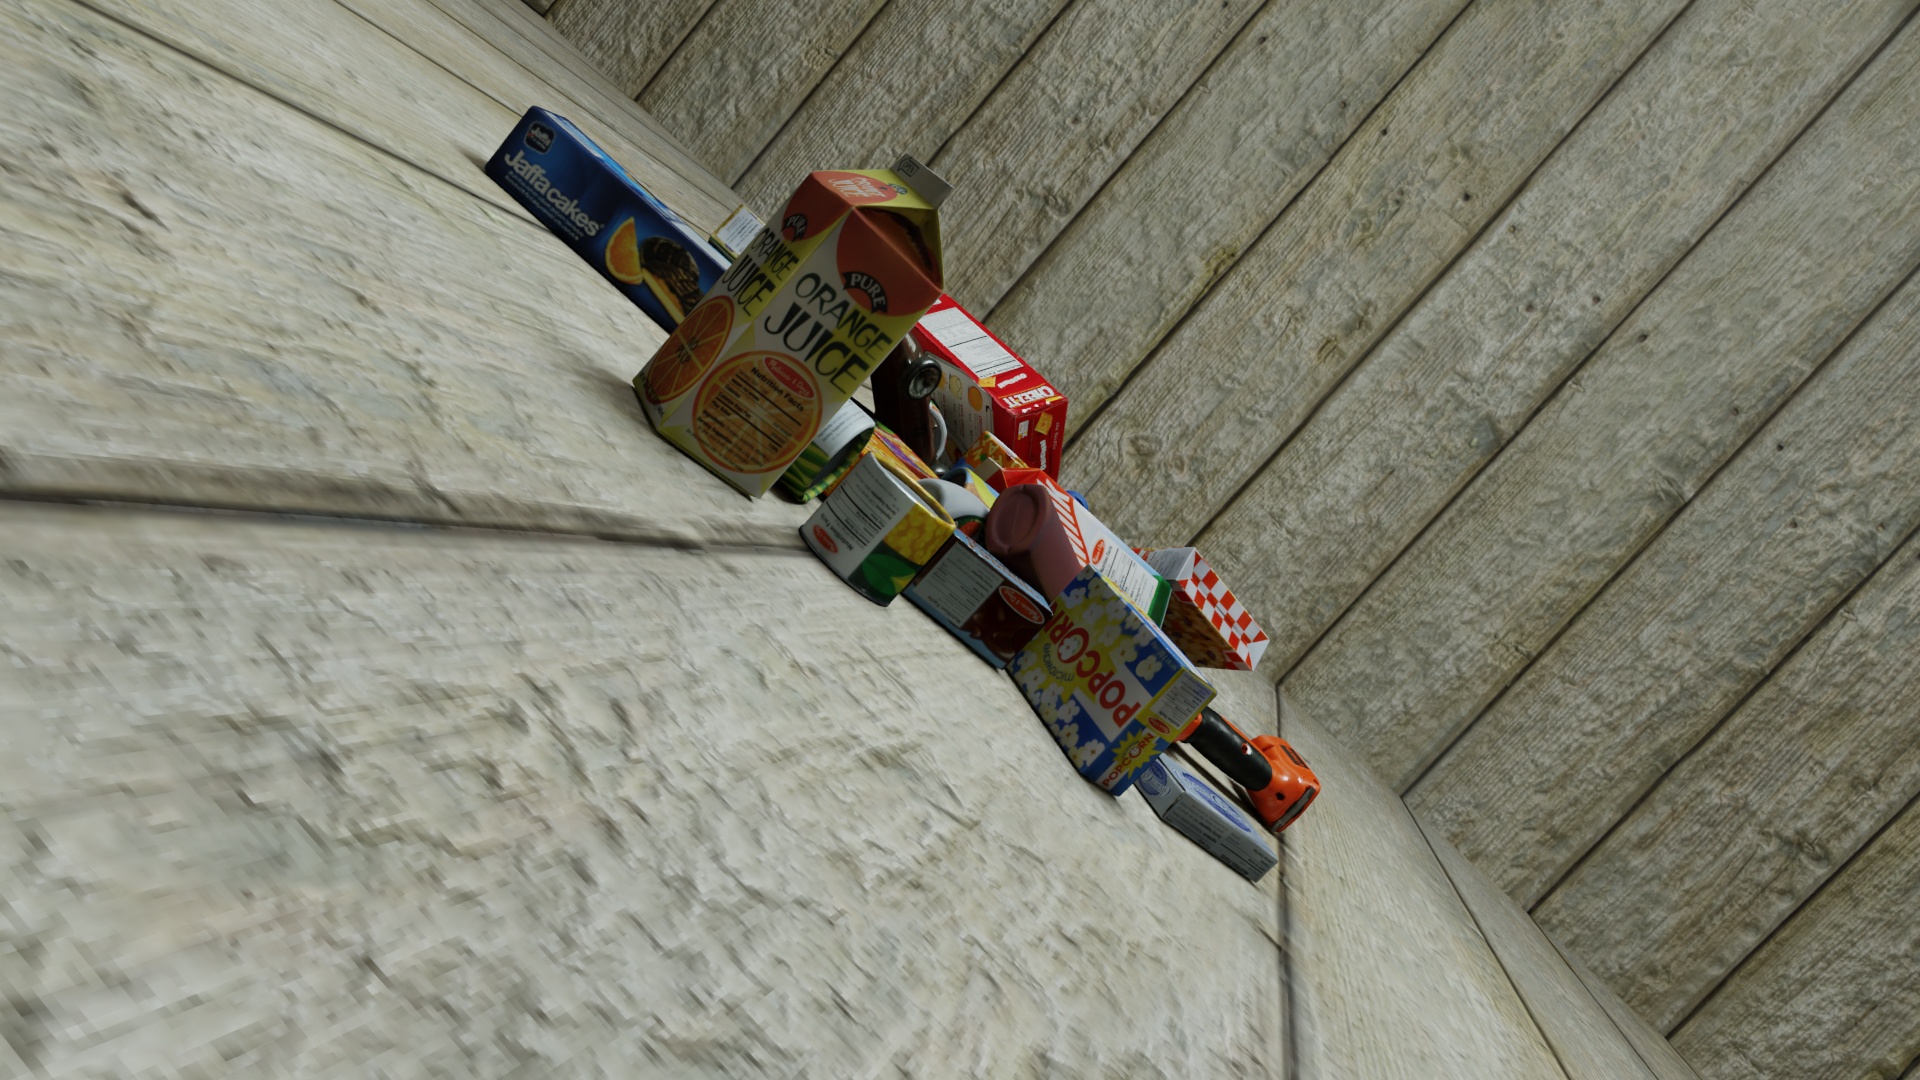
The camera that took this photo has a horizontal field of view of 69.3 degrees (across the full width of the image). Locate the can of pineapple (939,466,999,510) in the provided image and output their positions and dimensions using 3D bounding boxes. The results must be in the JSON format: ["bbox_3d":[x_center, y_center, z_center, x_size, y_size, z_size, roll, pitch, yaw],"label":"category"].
[{"bbox_3d":[0.004,-0.013,1.026,0.058,0.071,0.071,39,7,-22],"label":"can of pineapple"}]

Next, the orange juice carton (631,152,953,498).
[{"bbox_3d":[-0.080,-0.124,0.736,0.073,0.192,0.072,38,7,-35],"label":"orange juice carton"}]

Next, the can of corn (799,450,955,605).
[{"bbox_3d":[-0.044,-0.007,0.769,0.071,0.058,0.071,41,7,-6],"label":"can of corn"}]

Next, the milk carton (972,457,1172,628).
[{"bbox_3d":[0.072,0.014,1.109,0.190,0.072,0.074,41,37,-10],"label":"milk carton"}]

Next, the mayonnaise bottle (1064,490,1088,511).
[{"bbox_3d":[0.075,-0.004,1.230,0.065,0.041,0.149,50,32,-3],"label":"mayonnaise bottle"}]

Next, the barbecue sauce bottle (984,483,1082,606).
[{"bbox_3d":[0.059,0.032,0.918,0.148,0.043,0.065,62,33,-45],"label":"barbecue sauce bottle"}]

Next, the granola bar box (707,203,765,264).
[{"bbox_3d":[-0.151,-0.186,1.106,0.124,0.039,0.165,42,-16,-8],"label":"granola bar box"}]

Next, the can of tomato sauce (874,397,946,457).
[{"bbox_3d":[-0.047,-0.103,1.299,0.071,0.071,0.083,40,8,-13],"label":"can of tomato sauce"}]

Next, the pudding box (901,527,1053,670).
[{"bbox_3d":[0.009,0.034,0.840,0.083,0.049,0.030,39,9,-17],"label":"pudding box"}]

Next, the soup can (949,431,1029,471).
[{"bbox_3d":[0.019,-0.043,1.218,0.071,0.083,0.071,42,7,-6],"label":"soup can"}]

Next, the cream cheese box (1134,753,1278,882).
[{"bbox_3d":[0.154,0.174,0.881,0.103,0.024,0.053,38,8,-30],"label":"cream cheese box"}]

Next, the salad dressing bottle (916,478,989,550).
[{"bbox_3d":[0.008,0.015,0.923,0.147,0.064,0.044,45,3,-46],"label":"salad dressing bottle"}]

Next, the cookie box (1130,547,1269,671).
[{"bbox_3d":[0.171,0.059,1.227,0.122,0.040,0.167,47,-27,-27],"label":"cookie box"}]

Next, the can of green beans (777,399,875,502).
[{"bbox_3d":[-0.093,-0.065,0.823,0.058,0.071,0.071,43,7,4],"label":"can of green beans"}]

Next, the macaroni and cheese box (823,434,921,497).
[{"bbox_3d":[-0.096,-0.073,0.961,0.167,0.040,0.123,45,7,26],"label":"macaroni and cheese box"}]

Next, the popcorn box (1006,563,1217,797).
[{"bbox_3d":[0.085,0.081,0.827,0.038,0.085,0.127,37,9,-33],"label":"popcorn box"}]

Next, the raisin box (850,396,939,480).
[{"bbox_3d":[-0.071,-0.070,1.078,0.124,0.040,0.086,45,7,36],"label":"raisin box"}]
